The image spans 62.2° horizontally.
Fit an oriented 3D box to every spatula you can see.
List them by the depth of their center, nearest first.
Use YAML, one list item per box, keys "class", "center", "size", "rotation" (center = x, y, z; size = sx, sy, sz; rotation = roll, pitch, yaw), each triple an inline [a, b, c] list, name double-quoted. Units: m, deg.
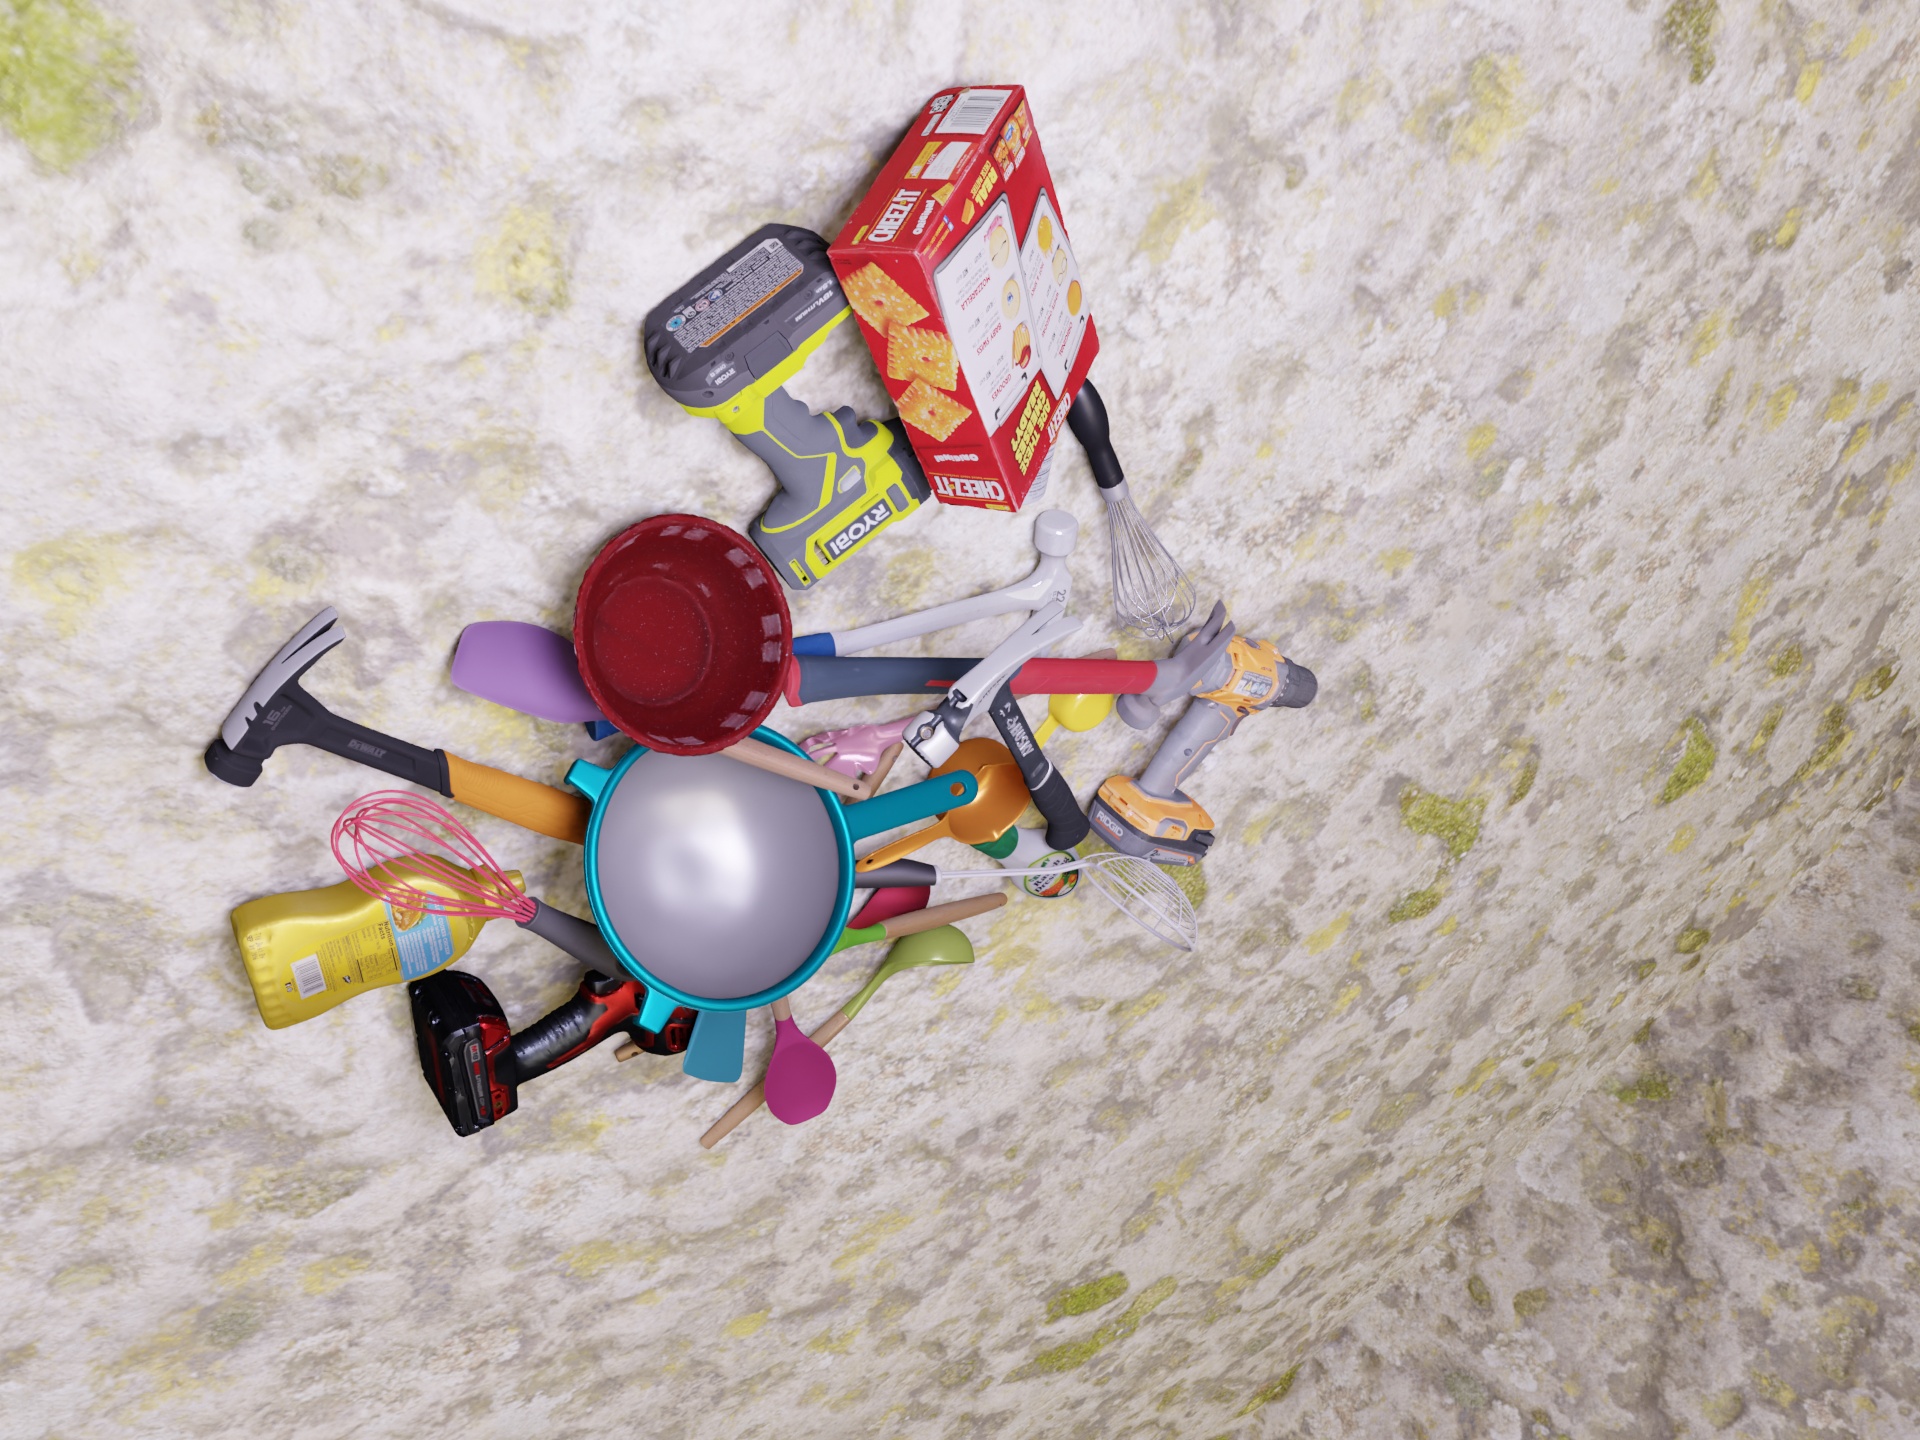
- class: "spatula"
  center: [-0.198, 0.001, 1.111]
  size: [0.315, 0.018, 0.060]
  rotation: [22, 72, -28]
- class: "spatula"
  center: [-0.132, 0.153, 1.311]
  size: [0.317, 0.044, 0.082]
  rotation: [-56, 147, 0]

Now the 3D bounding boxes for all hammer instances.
- class: "hammer"
  center: [-0.332, 0.037, 1.097]
  size: [0.127, 0.034, 0.336]
  rotation: [-49, 139, 10]
- class: "hammer"
  center: [-0.088, -0.053, 1.208]
  size: [0.405, 0.035, 0.144]
  rotation: [-17, 134, -26]
- class: "hammer"
  center: [0.038, -0.043, 1.232]
  size: [0.386, 0.038, 0.143]
  rotation: [-1, 146, -34]
- class: "hammer"
  center: [0.061, 0.032, 1.274]
  size: [0.149, 0.036, 0.408]
  rotation: [-45, 157, -5]

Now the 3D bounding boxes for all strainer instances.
- class: "strainer"
  center: [-0.140, 0.094, 1.201]
  size: [0.340, 0.095, 0.211]
  rotation: [-16, 89, -37]

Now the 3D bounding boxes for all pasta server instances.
- class: "pasta server"
  center: [-0.002, -0.004, 1.309]
  size: [0.316, 0.040, 0.060]
  rotation: [-20, 122, -22]

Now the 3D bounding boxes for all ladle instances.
- class: "ladle"
  center: [-0.158, 0.219, 1.400]
  size: [0.315, 0.031, 0.069]
  rotation: [-27, 136, -15]
- class: "ladle"
  center: [-0.117, 0.300, 1.480]
  size: [0.320, 0.062, 0.078]
  rotation: [-43, 161, 5]

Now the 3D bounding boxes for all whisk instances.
- class: "whisk"
  center: [-0.314, 0.126, 1.104]
  size: [0.073, 0.073, 0.295]
  rotation: [-44, 139, 3]
- class: "whisk"
  center: [0.132, -0.164, 1.273]
  size: [0.070, 0.070, 0.284]
  rotation: [-35, 135, -8]

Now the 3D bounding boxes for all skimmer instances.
- class: "skimmer"
  center: [0.036, 0.164, 1.398]
  size: [0.363, 0.127, 0.090]
  rotation: [1, 92, -18]

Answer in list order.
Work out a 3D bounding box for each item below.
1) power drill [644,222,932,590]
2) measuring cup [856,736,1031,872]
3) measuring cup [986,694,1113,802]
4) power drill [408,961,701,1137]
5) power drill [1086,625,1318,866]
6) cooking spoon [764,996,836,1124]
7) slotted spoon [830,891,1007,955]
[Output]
- class: "power drill"
  center: [-0.093, -0.205, 1.044]
  size: [0.171, 0.080, 0.223]
  rotation: [-39, 143, -4]
- class: "measuring cup"
  center: [-0.023, 0.075, 1.360]
  size: [0.173, 0.052, 0.095]
  rotation: [-26, 137, -15]
- class: "measuring cup"
  center: [0.078, 0.022, 1.408]
  size: [0.156, 0.029, 0.062]
  rotation: [-52, 139, 9]
- class: "power drill"
  center: [-0.302, 0.206, 1.236]
  size: [0.226, 0.080, 0.187]
  rotation: [-18, 127, -31]
- class: "power drill"
  center: [0.237, 0.025, 1.503]
  size: [0.185, 0.084, 0.226]
  rotation: [10, 113, -45]
- class: "cooking spoon"
  center: [-0.159, 0.237, 1.381]
  size: [0.068, 0.017, 0.318]
  rotation: [-20, 126, -17]
- class: "slotted spoon"
  center: [-0.055, 0.181, 1.386]
  size: [0.313, 0.031, 0.070]
  rotation: [-7, 137, -52]
